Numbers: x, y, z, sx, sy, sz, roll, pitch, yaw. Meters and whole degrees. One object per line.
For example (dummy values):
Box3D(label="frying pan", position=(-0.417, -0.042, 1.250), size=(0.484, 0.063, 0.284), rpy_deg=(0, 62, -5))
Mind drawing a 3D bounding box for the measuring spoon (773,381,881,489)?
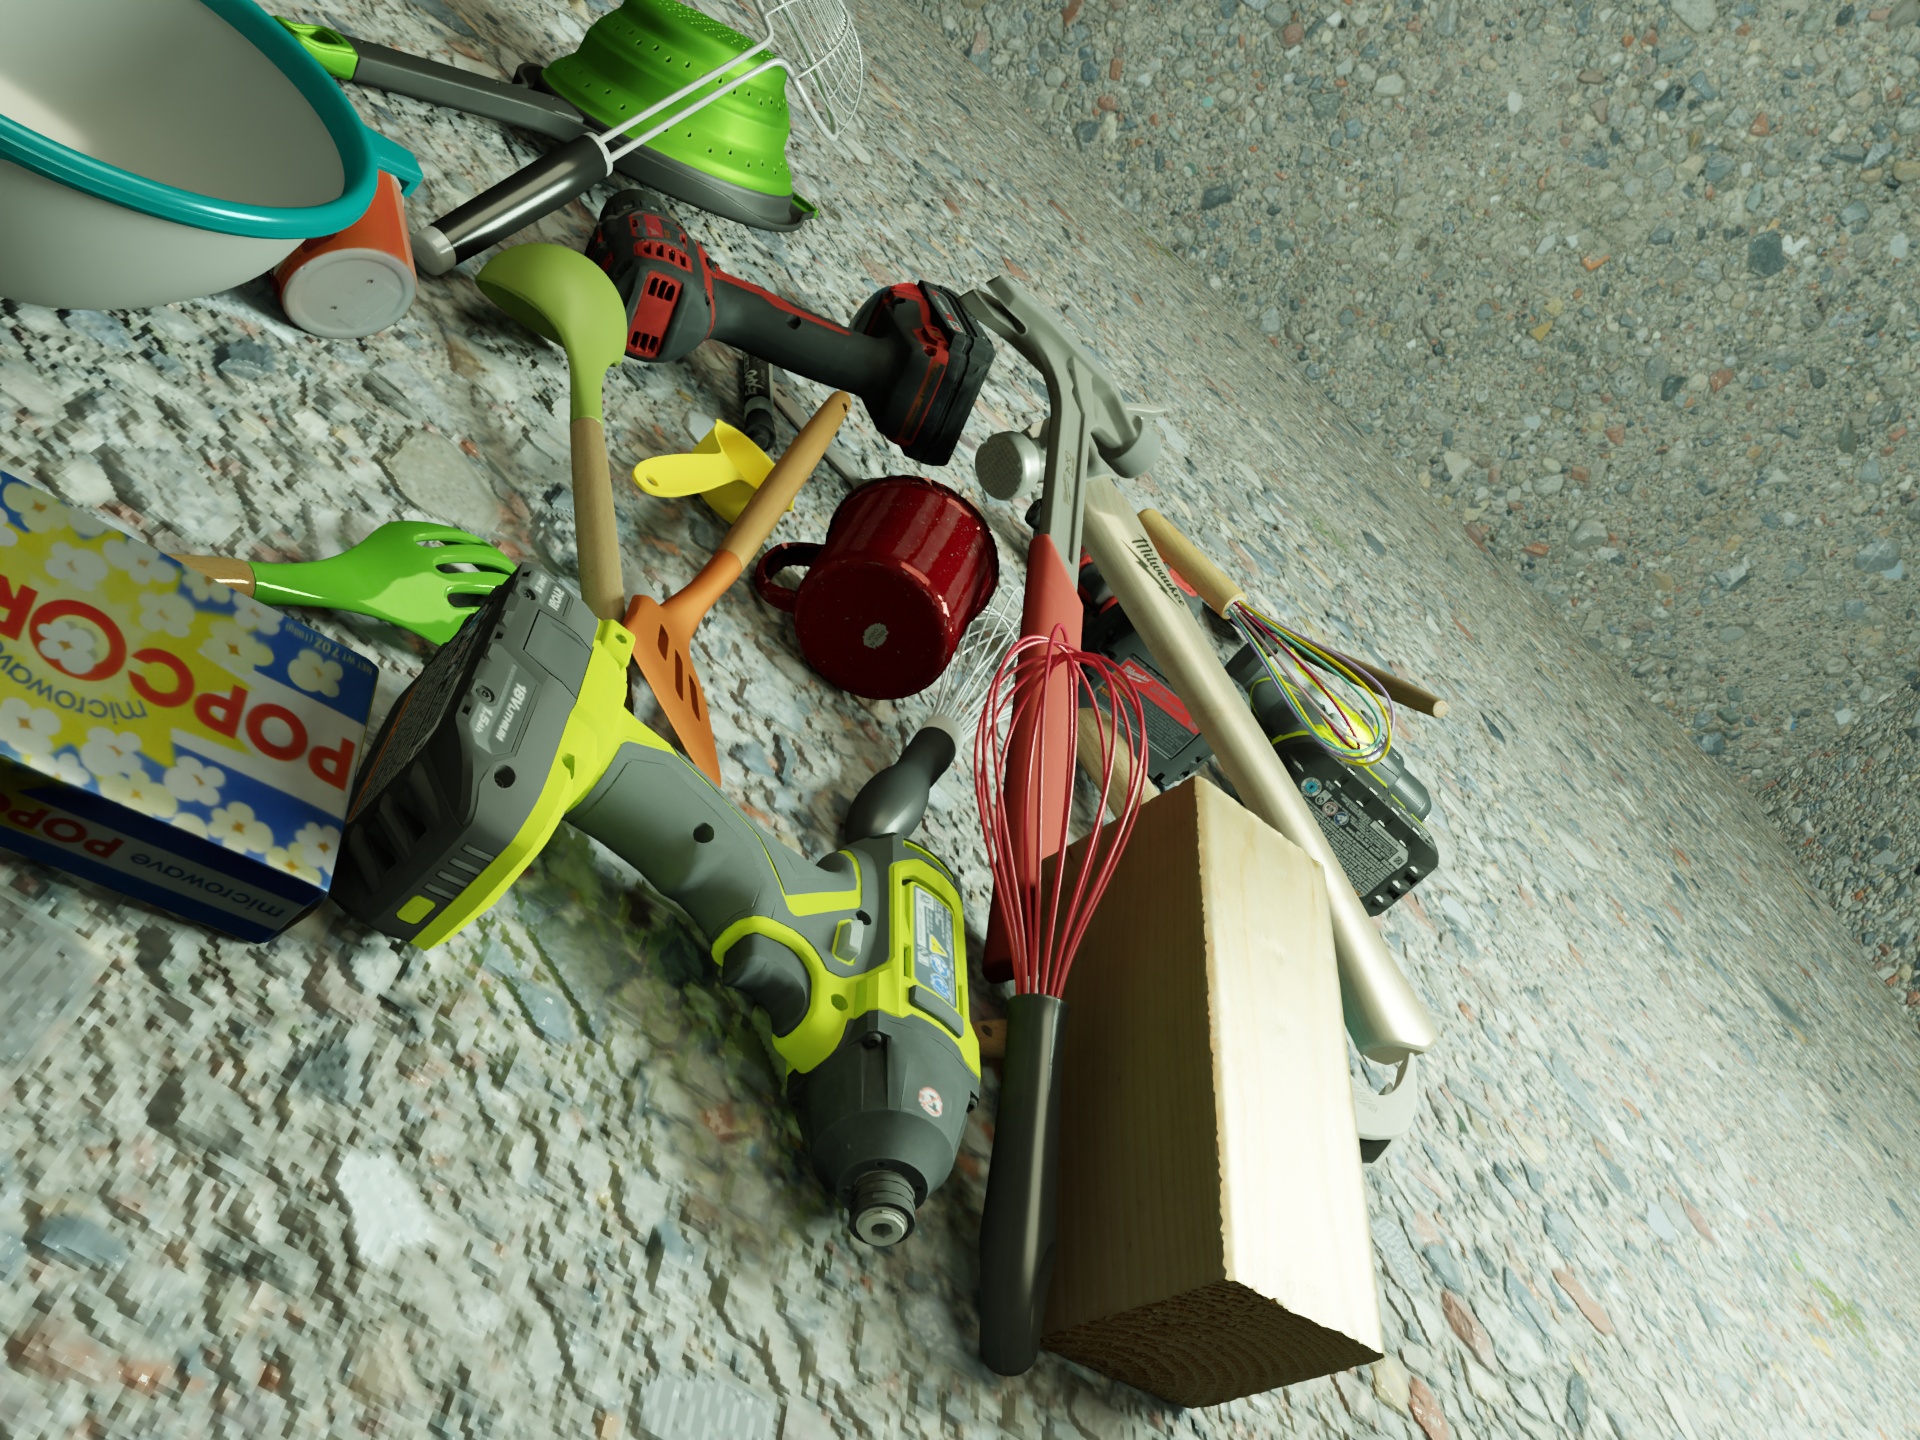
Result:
Box3D(label="measuring spoon", position=(-0.077, -0.170, 0.979), size=(0.124, 0.018, 0.034), rpy_deg=(47, 24, 6))

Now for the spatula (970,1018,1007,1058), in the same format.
Box3D(label="spatula", position=(0.100, 0.154, 0.751), size=(0.317, 0.044, 0.082), rpy_deg=(10, 42, -46))

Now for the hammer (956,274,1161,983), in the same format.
Box3D(label="hammer", position=(0.038, -0.047, 0.771), size=(0.149, 0.037, 0.359), rpy_deg=(36, 48, -38))

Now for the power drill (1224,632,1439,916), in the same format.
Box3D(label="power drill", position=(0.272, 0.044, 1.135), size=(0.190, 0.080, 0.229), rpy_deg=(41, 21, -8))

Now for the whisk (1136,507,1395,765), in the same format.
Box3D(label="whisk", position=(0.190, -0.058, 1.038), size=(0.245, 0.051, 0.047), rpy_deg=(50, -16, 31))

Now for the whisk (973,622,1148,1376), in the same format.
Box3D(label="whisk", position=(0.031, 0.089, 0.598), size=(0.073, 0.073, 0.296), rpy_deg=(29, 52, -32))

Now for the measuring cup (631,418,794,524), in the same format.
Box3D(label="measuring cup", position=(-0.129, -0.114, 0.778), size=(0.062, 0.029, 0.156), rpy_deg=(51, 20, 1))

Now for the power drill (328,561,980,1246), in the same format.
Box3D(label="power drill", position=(-0.086, 0.063, 0.529), size=(0.223, 0.080, 0.171), rpy_deg=(39, 24, -23))

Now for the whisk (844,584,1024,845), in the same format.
Box3D(label="whisk", position=(0.000, -0.003, 0.797), size=(0.070, 0.070, 0.285), rpy_deg=(44, 28, -4))

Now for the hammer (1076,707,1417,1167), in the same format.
Box3D(label="hammer", position=(0.124, 0.094, 0.807), size=(0.130, 0.031, 0.332), rpy_deg=(19, 25, -30))

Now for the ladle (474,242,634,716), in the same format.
Box3D(label="ladle", position=(-0.173, -0.105, 0.708), size=(0.078, 0.062, 0.321), rpy_deg=(32, 33, -45))

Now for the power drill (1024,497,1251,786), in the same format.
Box3D(label="power drill", position=(0.106, -0.066, 1.046), size=(0.143, 0.078, 0.220), rpy_deg=(36, 23, -21))

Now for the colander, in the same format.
Box3D(label="colander", position=(-0.225, -0.401, 0.970), size=(0.205, 0.094, 0.397), rpy_deg=(40, 26, 24))

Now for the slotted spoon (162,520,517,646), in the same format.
Box3D(label="slotted spoon", position=(-0.246, -0.042, 0.495), size=(0.070, 0.031, 0.313), rpy_deg=(56, 27, 15))

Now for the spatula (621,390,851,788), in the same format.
Box3D(label="spatula", position=(-0.093, -0.086, 0.741), size=(0.323, 0.041, 0.081), rpy_deg=(-69, 141, -53))

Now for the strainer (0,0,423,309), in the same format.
Box3D(label="strainer", position=(-0.330, -0.179, 0.494), size=(0.211, 0.095, 0.341), rpy_deg=(38, 27, -11))

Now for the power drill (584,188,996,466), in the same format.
Box3D(label="power drill", position=(-0.109, -0.241, 0.930), size=(0.226, 0.080, 0.188), rpy_deg=(14, 28, -23))

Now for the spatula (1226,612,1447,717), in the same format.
Box3D(label="spatula", position=(0.274, -0.049, 1.213), size=(0.059, 0.018, 0.316), rpy_deg=(37, 1, -24))

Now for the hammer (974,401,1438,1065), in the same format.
Box3D(label="hammer", position=(0.159, 0.002, 0.908), size=(0.146, 0.038, 0.411), rpy_deg=(-23, 82, -43))

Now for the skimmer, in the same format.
Box3D(label="skimmer", position=(-0.177, -0.334, 0.892), size=(0.363, 0.090, 0.127), rpy_deg=(-47, 121, -34))
